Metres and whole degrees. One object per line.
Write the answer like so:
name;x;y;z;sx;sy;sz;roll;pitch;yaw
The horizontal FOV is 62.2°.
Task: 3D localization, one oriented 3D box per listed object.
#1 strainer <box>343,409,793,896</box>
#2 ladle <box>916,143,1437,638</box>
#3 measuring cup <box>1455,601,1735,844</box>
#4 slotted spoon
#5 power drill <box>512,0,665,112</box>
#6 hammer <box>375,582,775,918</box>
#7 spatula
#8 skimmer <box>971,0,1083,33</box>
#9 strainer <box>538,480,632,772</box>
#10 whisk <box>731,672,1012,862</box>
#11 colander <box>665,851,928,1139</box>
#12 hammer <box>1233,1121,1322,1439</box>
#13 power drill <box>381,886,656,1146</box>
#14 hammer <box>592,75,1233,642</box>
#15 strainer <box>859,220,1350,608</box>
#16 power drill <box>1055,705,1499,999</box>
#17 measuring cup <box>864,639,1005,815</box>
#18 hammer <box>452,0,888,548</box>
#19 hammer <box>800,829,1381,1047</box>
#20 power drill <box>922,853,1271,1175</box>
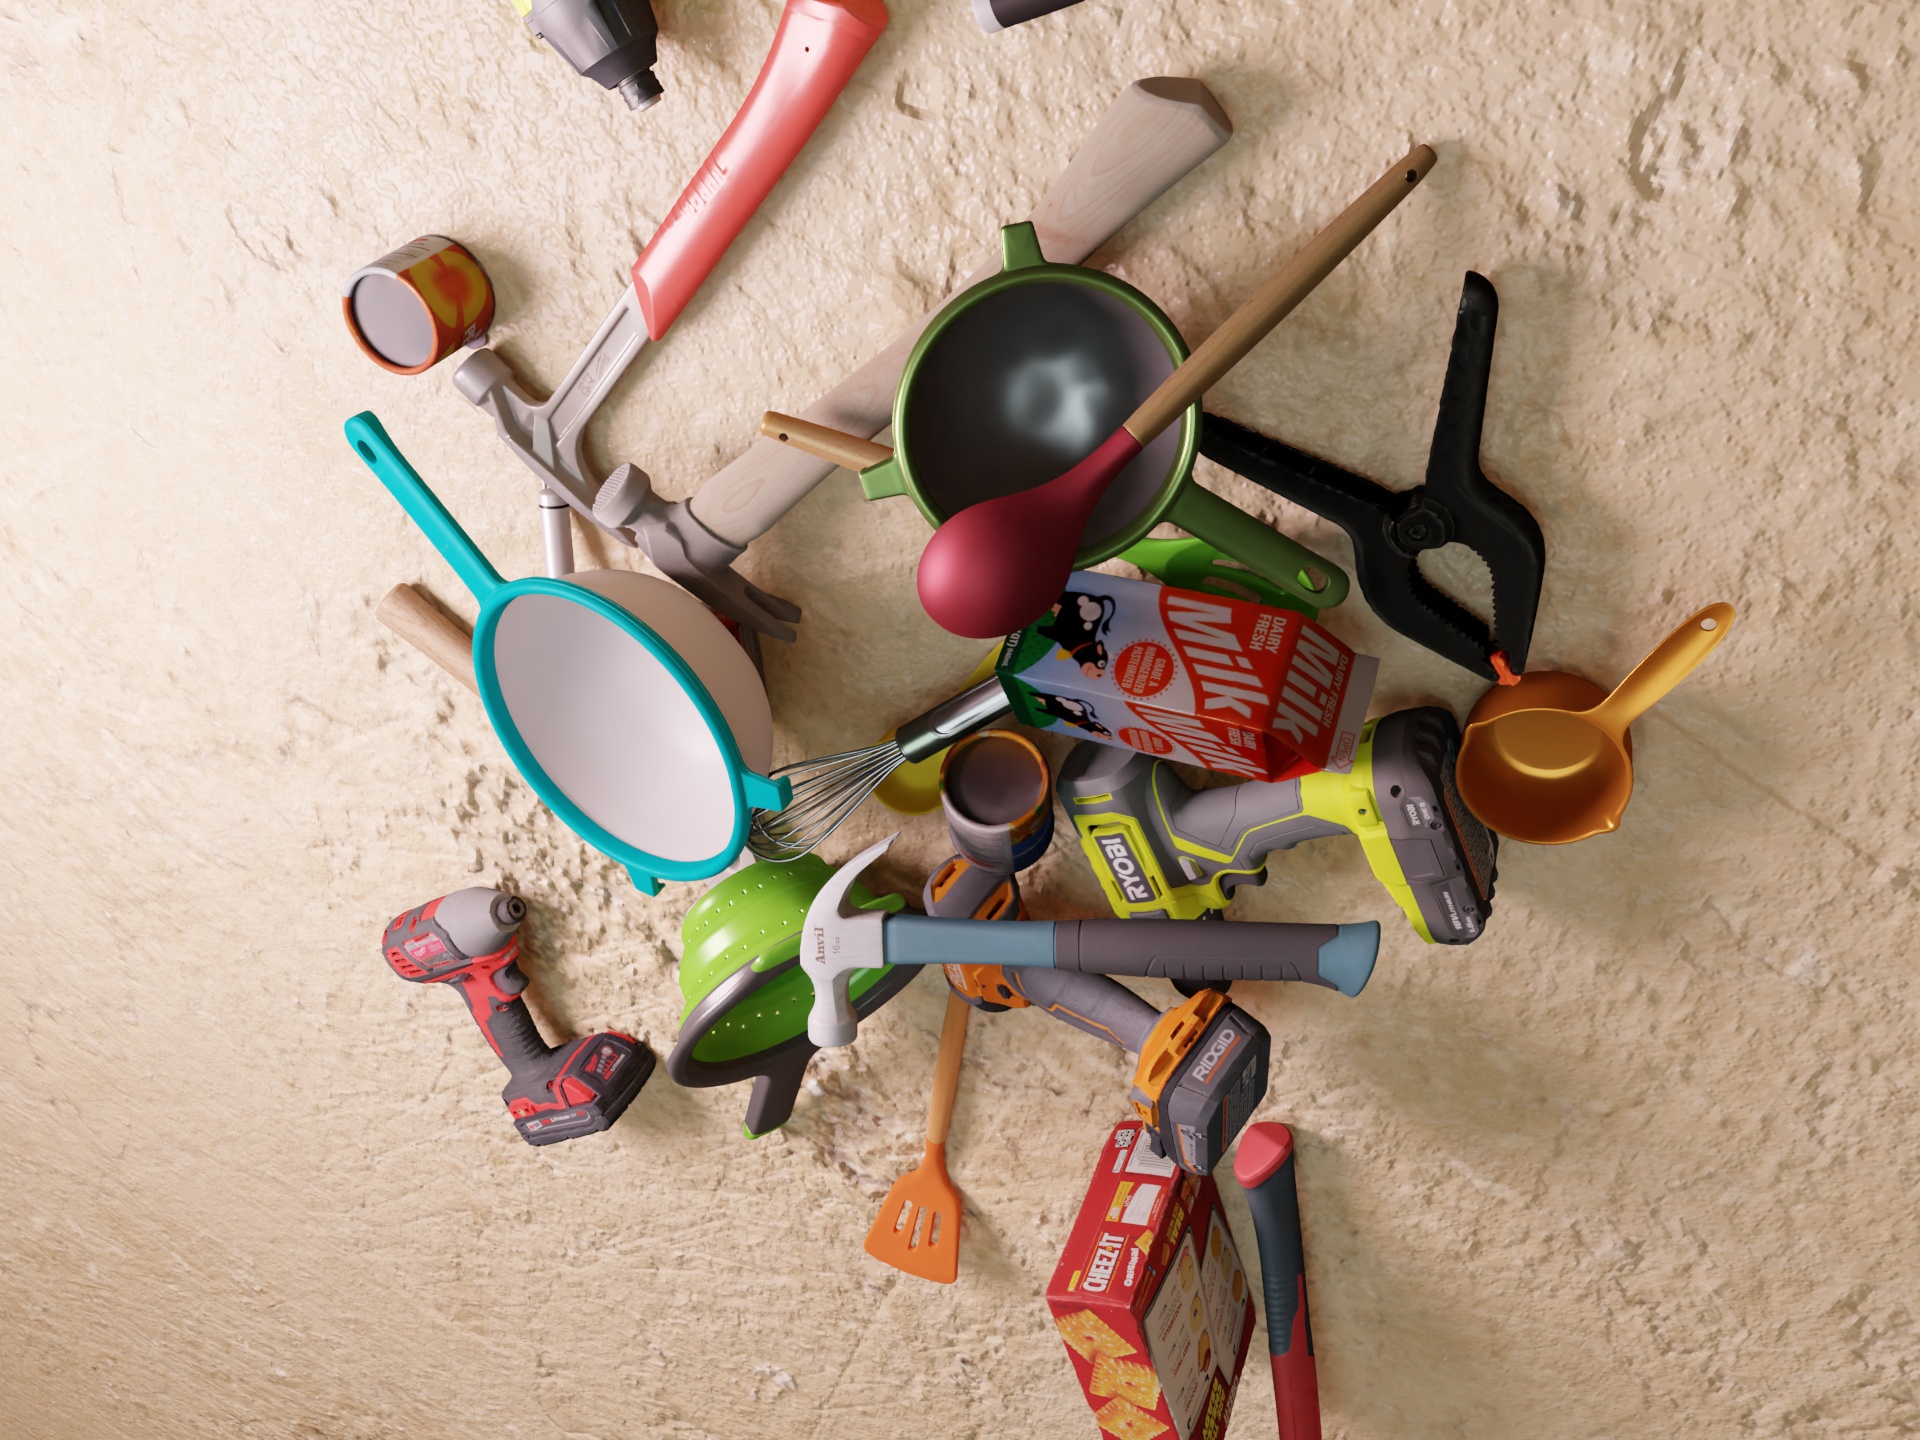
strainer;-0.227;-0.062;0.960;0.340;0.095;0.211;51;139;-5
ladle;0.101;-0.151;0.749;0.315;0.031;0.069;-44;112;10
measuring cup;0.330;-0.010;0.819;0.095;0.052;0.173;34;128;-2
slotted spoon;0.044;-0.110;0.853;0.313;0.031;0.070;18;138;-4
power drill;-0.133;-0.400;0.731;0.223;0.080;0.171;-16;115;36
hammer;-0.267;0.019;1.111;0.331;0.031;0.130;40;130;-7
spatula;-0.018;0.305;1.200;0.081;0.041;0.322;17;127;12
skimmer;0.149;-0.354;0.629;0.363;0.090;0.127;-8;88;31
strainer;-0.258;-0.040;1.036;0.087;0.050;0.258;11;113;28
whisk;-0.039;0.019;0.969;0.246;0.059;0.058;-29;76;19
colander;-0.138;0.199;1.141;0.095;0.204;0.396;57;152;23
hammer;0.255;0.455;1.167;0.038;0.143;0.386;26;130;56
power drill;-0.351;0.228;1.270;0.143;0.079;0.219;-22;110;33
hammer;-0.020;-0.182;0.848;0.146;0.038;0.410;37;128;-28
strainer;0.085;-0.130;0.807;0.256;0.069;0.151;27;107;-16
power drill;0.188;0.084;0.932;0.228;0.080;0.190;-11;120;32
measuring cup;-0.002;-0.003;0.991;0.062;0.029;0.156;38;118;-5
hammer;-0.147;-0.246;0.869;0.149;0.037;0.359;43;129;-9
hammer;0.069;0.130;0.909;0.331;0.033;0.128;0;101;12
power drill;0.081;0.188;1.012;0.227;0.084;0.164;31;156;25
